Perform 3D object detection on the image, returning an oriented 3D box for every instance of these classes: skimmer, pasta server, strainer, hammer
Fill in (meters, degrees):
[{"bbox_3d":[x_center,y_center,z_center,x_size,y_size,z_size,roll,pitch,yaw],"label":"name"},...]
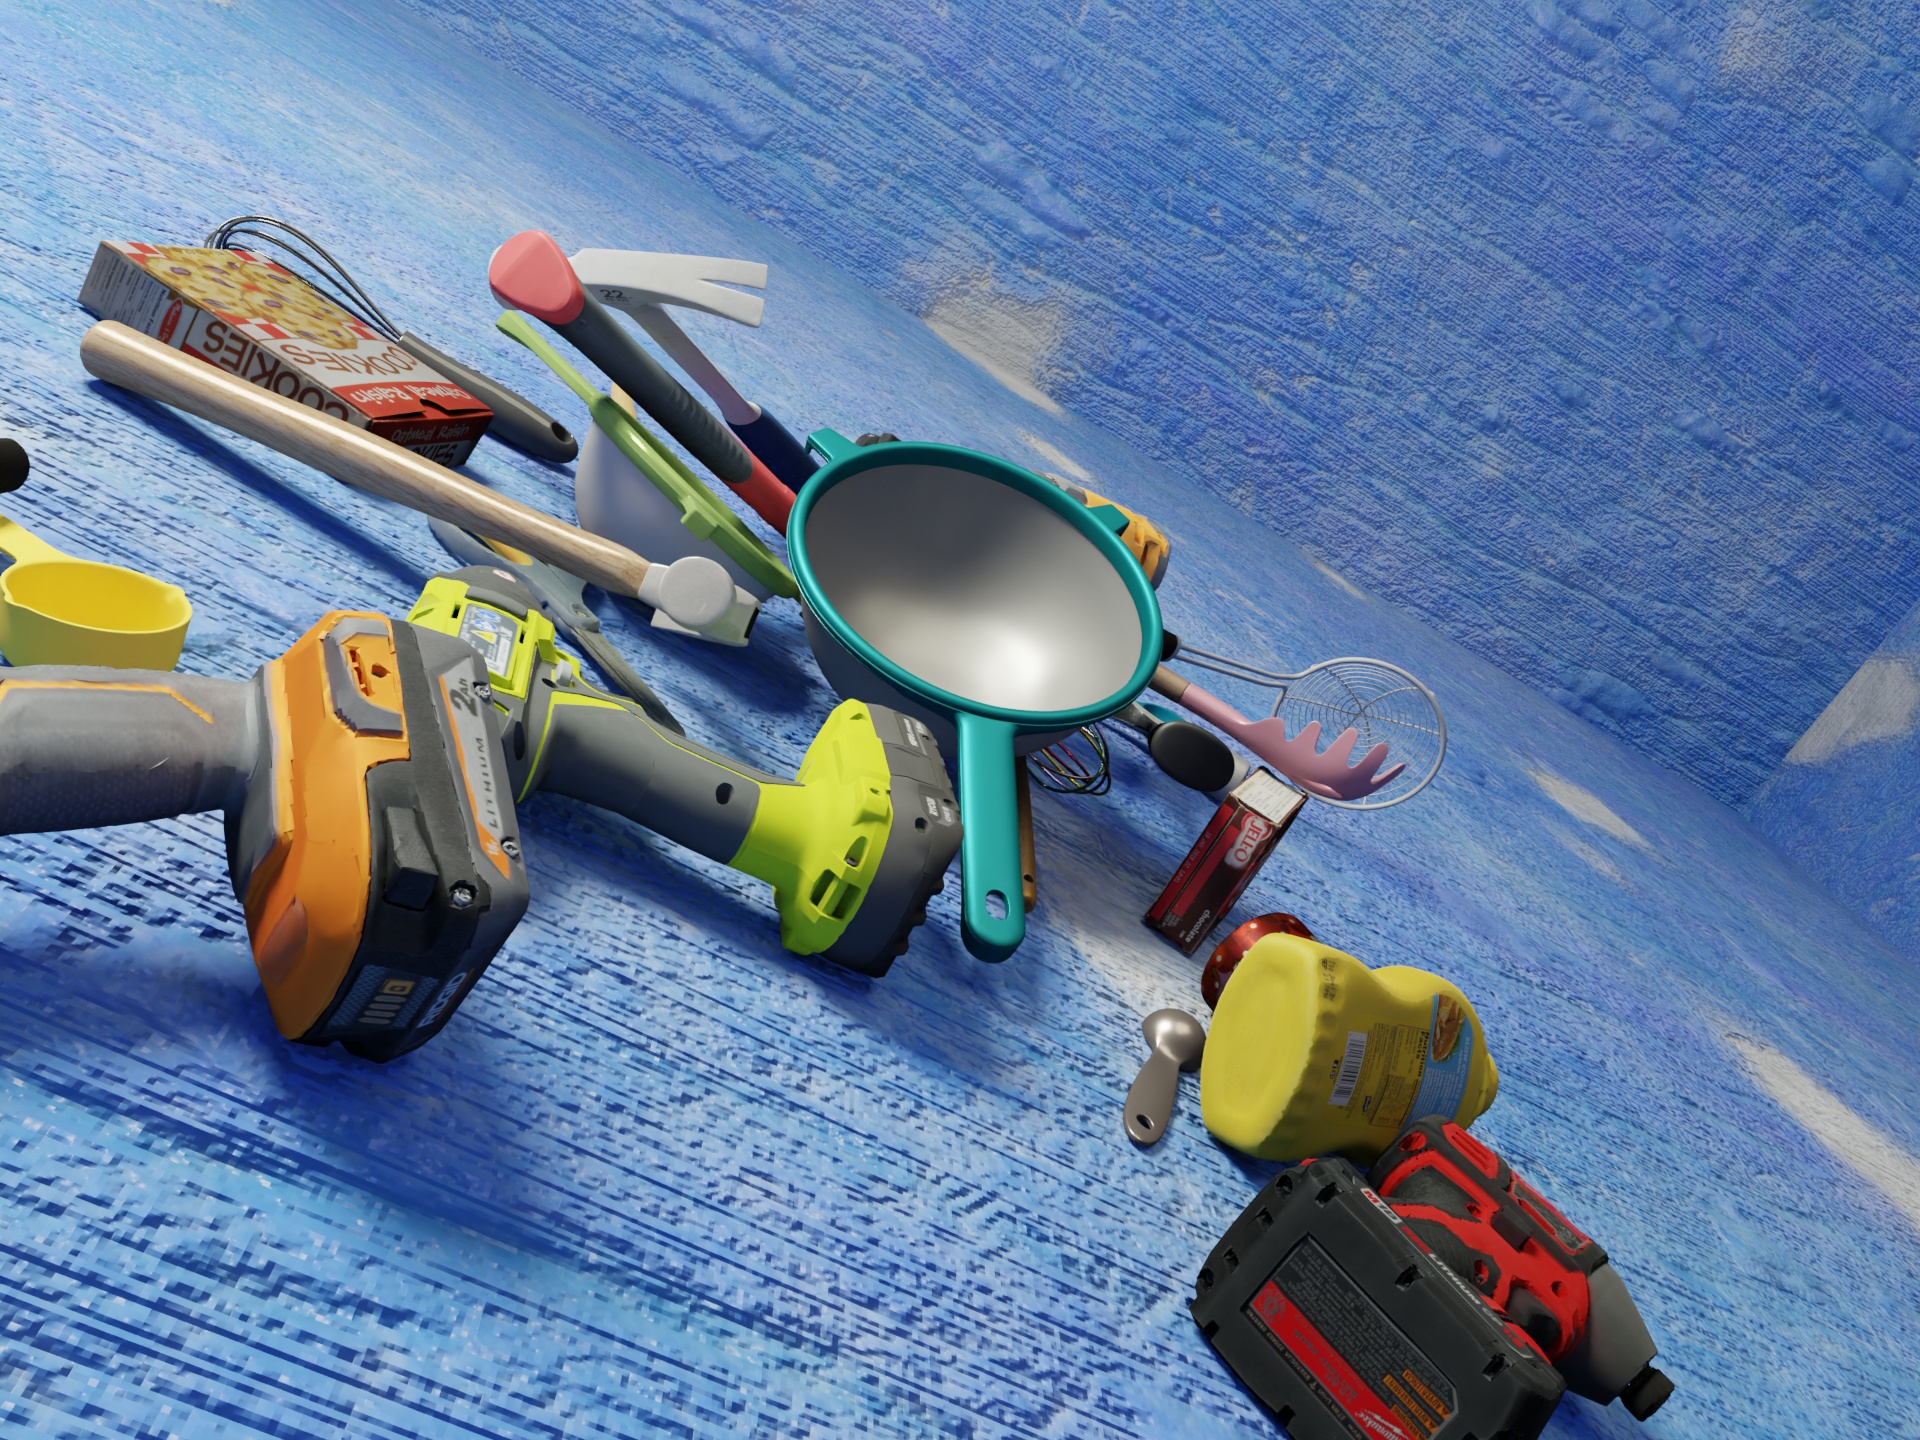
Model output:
[{"bbox_3d":[0.196,-0.016,1.103,0.363,0.127,0.090,14,42,-39],"label":"skimmer"},{"bbox_3d":[0.114,-0.036,0.952,0.316,0.040,0.060,31,-8,11],"label":"pasta server"},{"bbox_3d":[-0.001,-0.003,0.826,0.211,0.095,0.341,13,46,-16],"label":"strainer"},{"bbox_3d":[-0.245,-0.107,0.730,0.331,0.031,0.130,23,-3,3],"label":"hammer"},{"bbox_3d":[-0.197,-0.135,0.881,0.256,0.069,0.151,44,2,23],"label":"strainer"},{"bbox_3d":[-0.137,-0.197,1.007,0.144,0.035,0.405,5,-9,13],"label":"hammer"},{"bbox_3d":[-0.133,-0.150,0.911,0.143,0.038,0.385,45,2,37],"label":"hammer"},{"bbox_3d":[0.126,0.010,0.978,0.149,0.036,0.409,33,4,4],"label":"hammer"}]

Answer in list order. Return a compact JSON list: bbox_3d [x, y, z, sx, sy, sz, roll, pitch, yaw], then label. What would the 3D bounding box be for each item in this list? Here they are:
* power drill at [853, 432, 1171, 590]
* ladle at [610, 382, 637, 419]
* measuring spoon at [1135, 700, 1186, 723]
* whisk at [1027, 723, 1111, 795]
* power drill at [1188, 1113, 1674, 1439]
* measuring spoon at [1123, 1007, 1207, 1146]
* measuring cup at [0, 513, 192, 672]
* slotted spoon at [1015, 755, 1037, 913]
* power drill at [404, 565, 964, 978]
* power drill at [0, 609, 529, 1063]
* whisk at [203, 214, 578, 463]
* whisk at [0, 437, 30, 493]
[{"bbox_3d":[0.003,-0.140,1.059,0.185,0.084,0.226,17,1,-40],"label":"power drill"},{"bbox_3d":[-0.225,-0.187,1.072,0.069,0.031,0.316,27,16,-24],"label":"ladle"},{"bbox_3d":[0.112,-0.010,1.201,0.128,0.021,0.042,21,20,-8],"label":"measuring spoon"},{"bbox_3d":[0.014,-0.024,1.036,0.245,0.051,0.047,41,-2,36],"label":"whisk"},{"bbox_3d":[0.194,0.226,0.614,0.143,0.078,0.219,44,18,31],"label":"power drill"},{"bbox_3d":[0.092,0.157,0.711,0.034,0.018,0.124,35,18,6],"label":"measuring spoon"},{"bbox_3d":[-0.330,-0.051,0.547,0.157,0.029,0.062,27,19,22],"label":"measuring cup"},{"bbox_3d":[0.024,0.004,0.917,0.070,0.031,0.314,21,30,-16],"label":"slotted spoon"},{"bbox_3d":[-0.120,0.010,0.648,0.223,0.080,0.171,23,20,-19],"label":"power drill"},{"bbox_3d":[-0.231,0.027,0.395,0.226,0.084,0.164,13,41,-38],"label":"power drill"},{"bbox_3d":[-0.336,-0.224,0.955,0.238,0.055,0.055,32,17,-18],"label":"whisk"},{"bbox_3d":[-0.367,-0.061,0.430,0.073,0.073,0.296,33,16,2],"label":"whisk"}]
